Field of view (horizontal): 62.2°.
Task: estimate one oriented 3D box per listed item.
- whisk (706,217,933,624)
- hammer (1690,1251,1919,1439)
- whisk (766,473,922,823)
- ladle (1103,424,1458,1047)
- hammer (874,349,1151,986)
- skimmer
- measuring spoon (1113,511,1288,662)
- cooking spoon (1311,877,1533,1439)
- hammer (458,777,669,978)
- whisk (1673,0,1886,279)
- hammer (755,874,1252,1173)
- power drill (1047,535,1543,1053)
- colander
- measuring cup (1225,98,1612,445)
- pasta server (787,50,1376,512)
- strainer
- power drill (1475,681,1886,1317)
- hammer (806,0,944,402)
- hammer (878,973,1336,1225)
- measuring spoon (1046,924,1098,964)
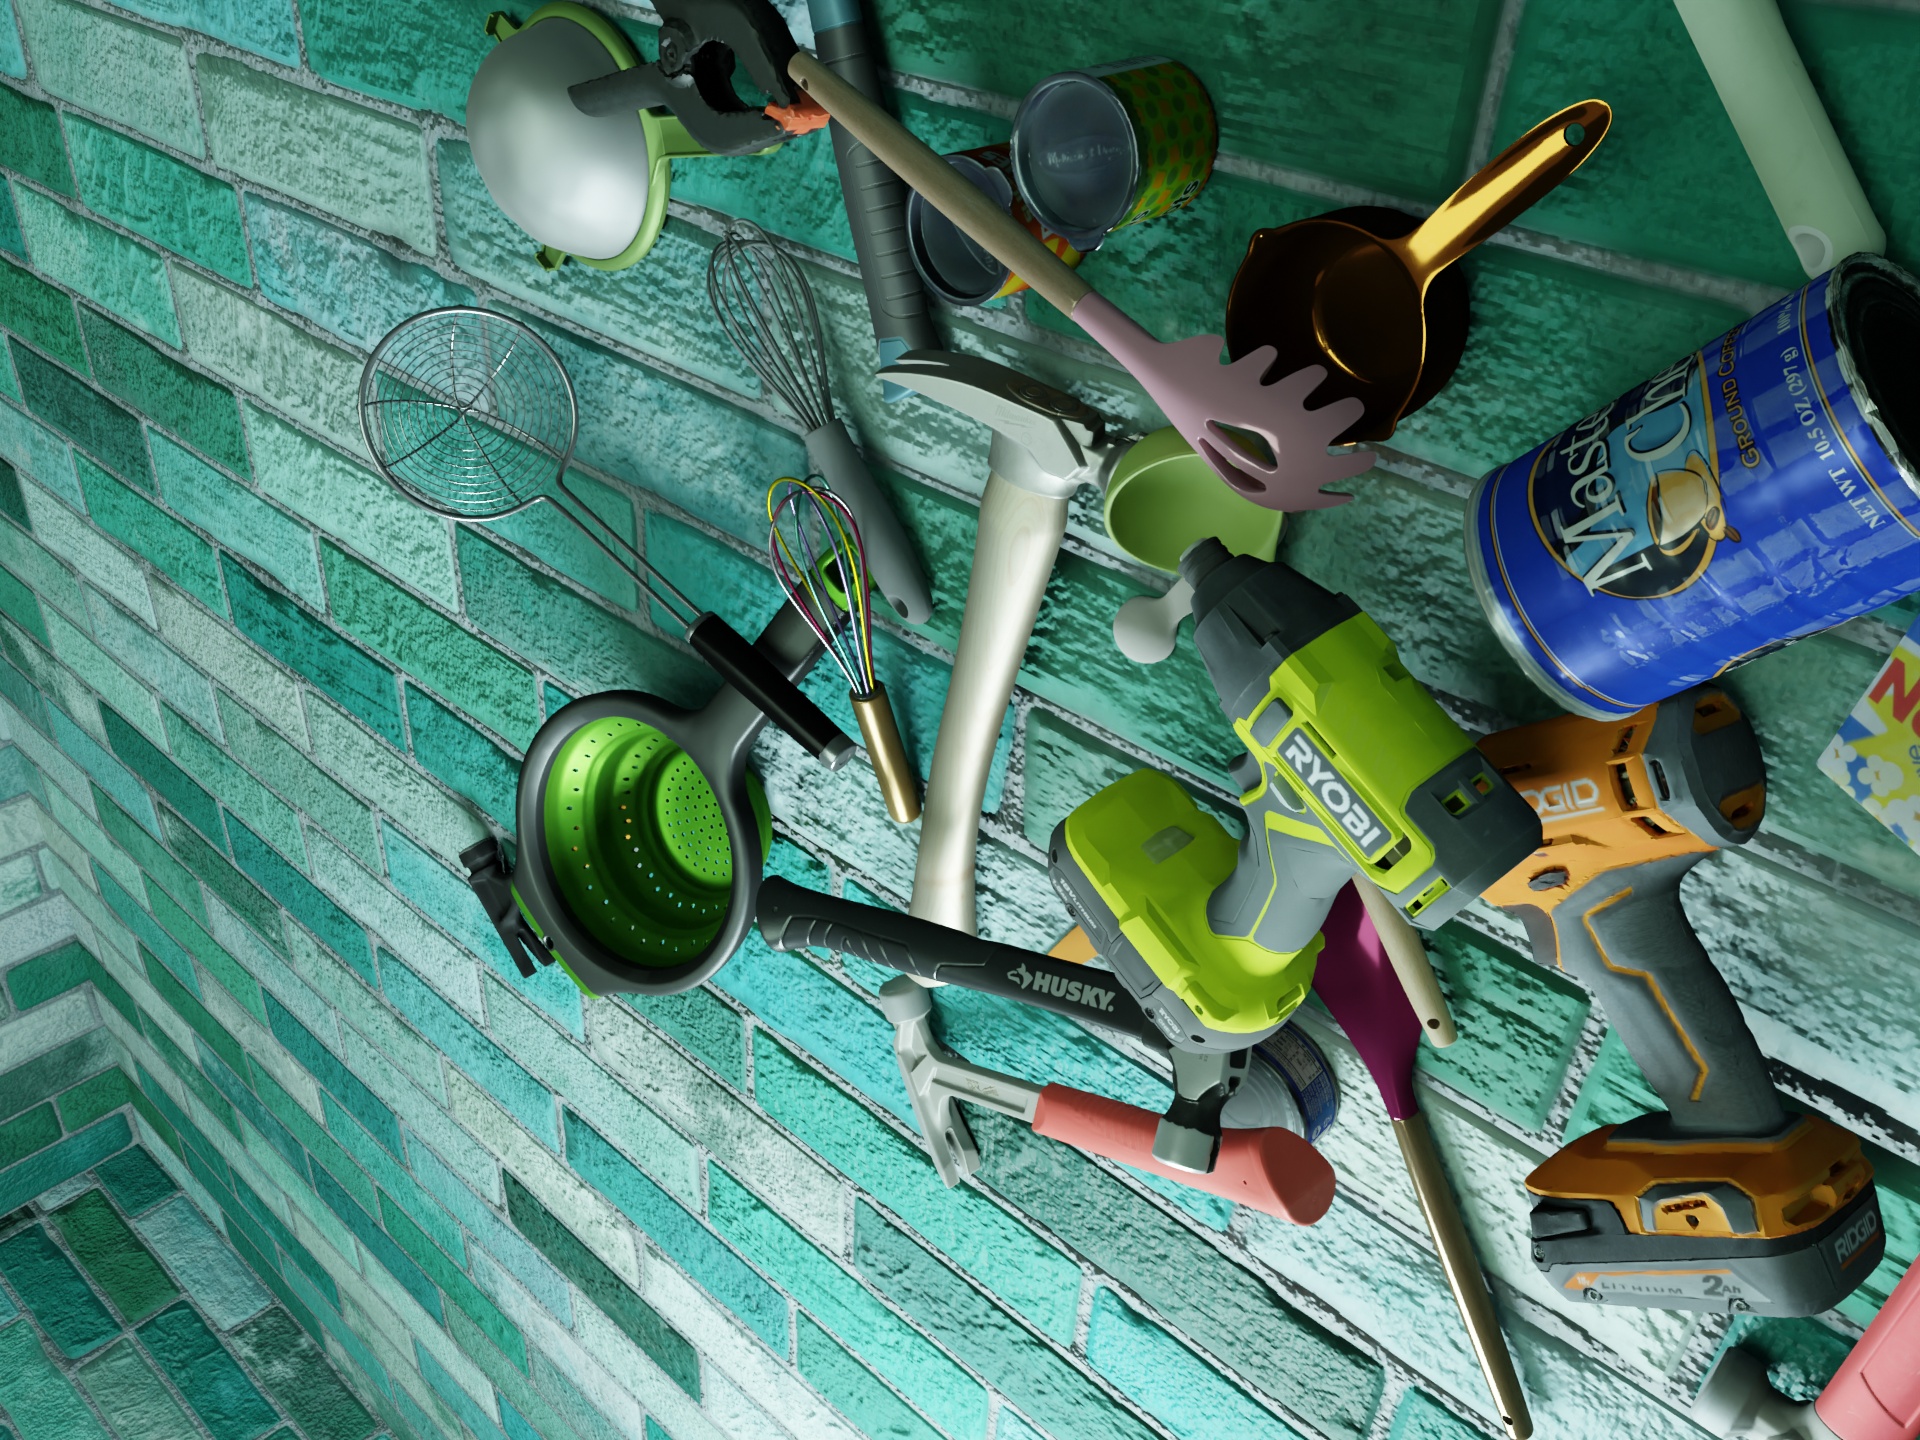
[{"bbox_3d":[-0.072,-0.160,0.869,0.055,0.055,0.239,-16,105,49],"label":"whisk"},{"bbox_3d":[0.403,0.182,0.576,0.143,0.038,0.386,30,131,30],"label":"hammer"},{"bbox_3d":[-0.061,-0.036,0.899,0.047,0.051,0.244,-5,130,13],"label":"whisk"},{"bbox_3d":[0.156,0.015,0.715,0.078,0.062,0.320,-20,101,30],"label":"ladle"},{"bbox_3d":[-0.001,-0.003,0.875,0.146,0.038,0.410,27,133,18],"label":"hammer"},{"bbox_3d":[-0.202,-0.101,0.929,0.363,0.127,0.090,42,173,15],"label":"skimmer"},{"bbox_3d":[0.110,-0.063,0.752,0.034,0.018,0.124,55,139,7],"label":"measuring spoon"},{"bbox_3d":[0.230,0.218,0.792,0.069,0.017,0.319,-13,102,49],"label":"cooking spoon"},{"bbox_3d":[-0.315,0.117,1.289,0.337,0.034,0.127,-30,89,50],"label":"hammer"},{"bbox_3d":[0.231,-0.249,0.502,0.246,0.059,0.058,61,177,-6],"label":"whisk"},{"bbox_3d":[0.011,0.129,0.879,0.335,0.035,0.146,9,82,39],"label":"hammer"},{"bbox_3d":[0.122,0.038,0.674,0.171,0.080,0.223,52,149,16],"label":"power drill"},{"bbox_3d":[-0.148,0.022,1.033,0.204,0.094,0.397,50,121,13],"label":"colander"},{"bbox_3d":[0.177,-0.173,0.594,0.173,0.052,0.095,-36,85,48],"label":"measuring cup"},{"bbox_3d":[0.038,-0.190,0.659,0.316,0.040,0.060,45,145,19],"label":"pasta server"},{"bbox_3d":[-0.202,-0.321,0.887,0.256,0.069,0.151,16,123,42],"label":"strainer"},{"bbox_3d":[0.256,0.111,0.638,0.164,0.084,0.226,-20,84,50],"label":"power drill"},{"bbox_3d":[-0.055,-0.318,0.764,0.128,0.033,0.330,6,117,43],"label":"hammer"},{"bbox_3d":[0.073,0.238,0.915,0.359,0.036,0.149,-1,111,56],"label":"hammer"},{"bbox_3d":[0.064,0.134,0.920,0.021,0.011,0.117,53,139,9],"label":"measuring spoon"}]
